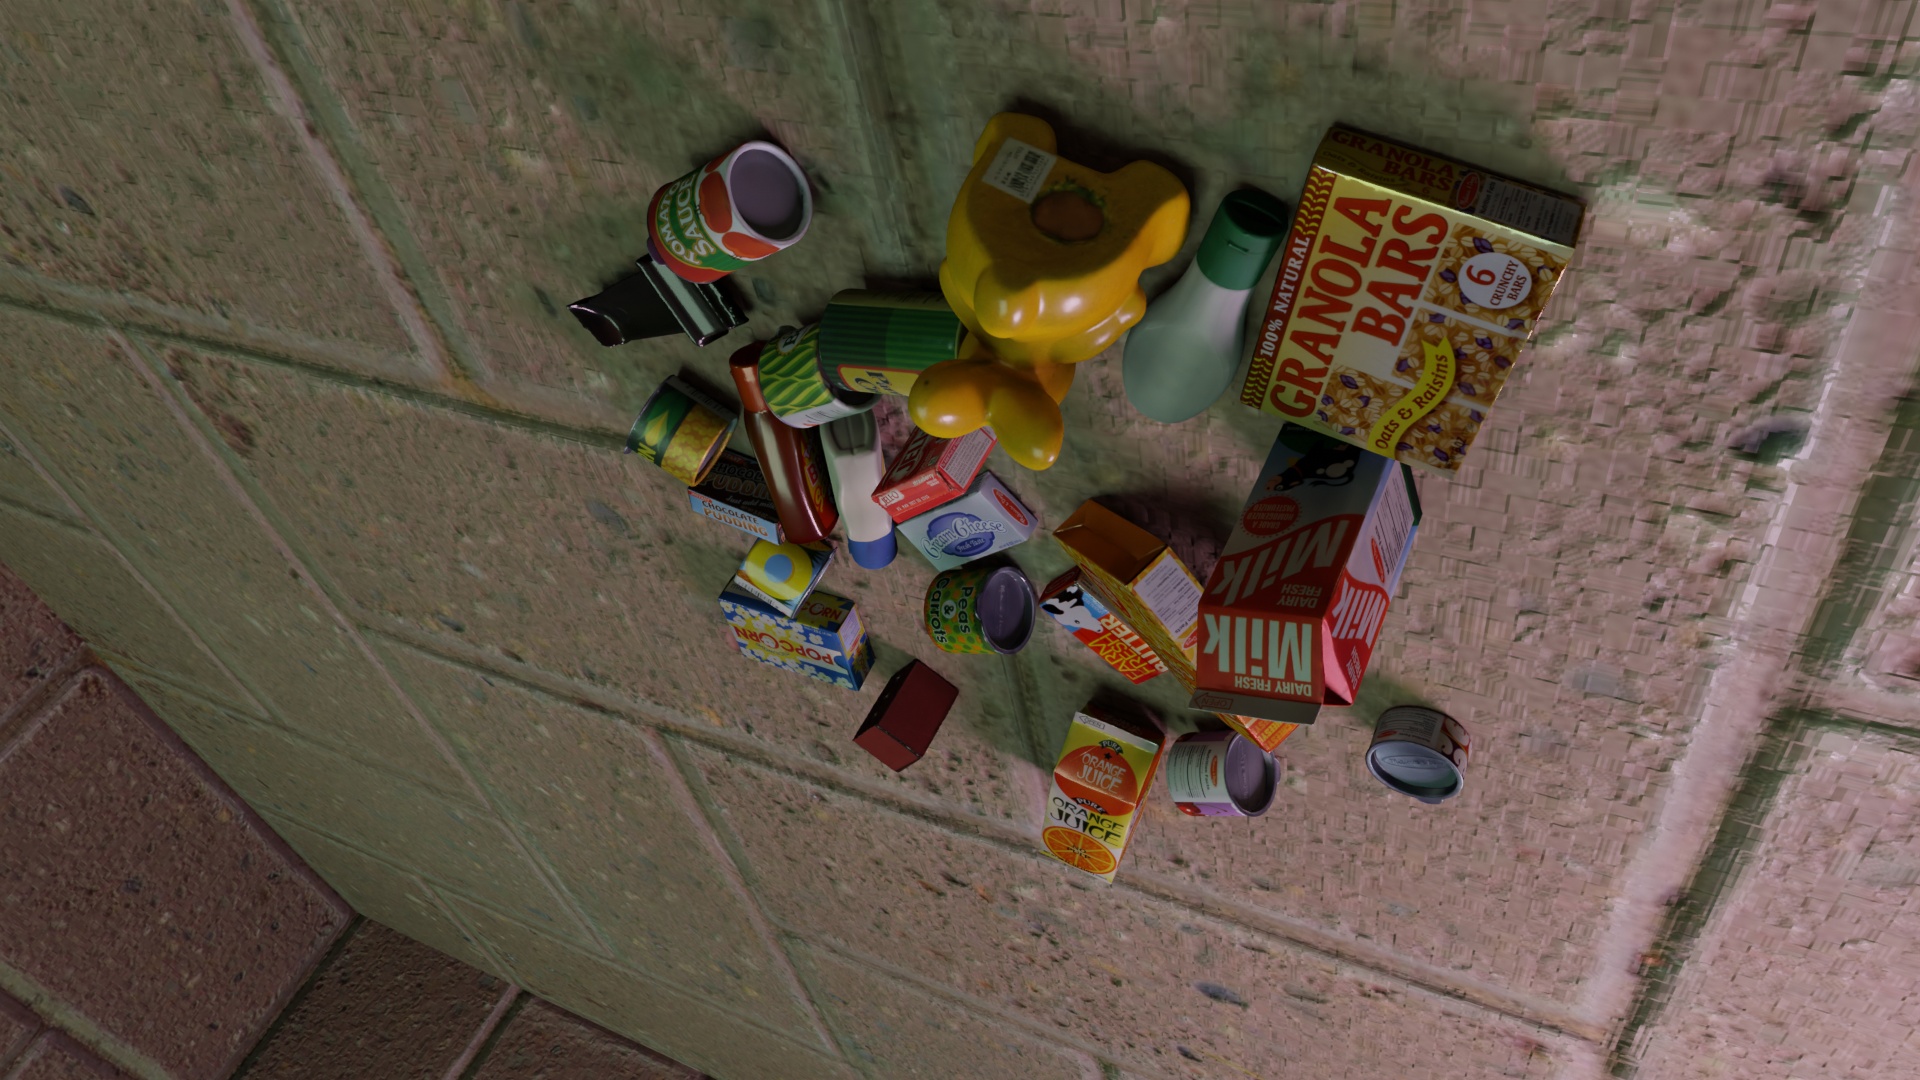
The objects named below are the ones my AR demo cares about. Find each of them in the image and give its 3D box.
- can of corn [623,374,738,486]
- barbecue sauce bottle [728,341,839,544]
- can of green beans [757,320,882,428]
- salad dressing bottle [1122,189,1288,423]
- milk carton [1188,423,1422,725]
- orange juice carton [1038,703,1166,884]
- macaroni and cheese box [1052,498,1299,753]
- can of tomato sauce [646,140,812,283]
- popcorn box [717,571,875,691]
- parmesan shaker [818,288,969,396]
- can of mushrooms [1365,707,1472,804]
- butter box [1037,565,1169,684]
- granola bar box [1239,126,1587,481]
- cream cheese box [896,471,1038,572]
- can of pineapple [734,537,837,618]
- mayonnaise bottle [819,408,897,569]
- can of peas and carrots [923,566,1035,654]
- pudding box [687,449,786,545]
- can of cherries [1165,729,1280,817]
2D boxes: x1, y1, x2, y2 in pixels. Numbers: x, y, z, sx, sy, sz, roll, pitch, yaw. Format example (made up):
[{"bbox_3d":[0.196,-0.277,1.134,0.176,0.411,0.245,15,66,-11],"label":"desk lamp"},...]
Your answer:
[{"bbox_3d":[-0.211,-0.080,1.053,0.058,0.071,0.070,32,146,-2],"label":"can of corn"},{"bbox_3d":[-0.129,-0.072,1.011,0.043,0.065,0.147,-9,125,11],"label":"barbecue sauce bottle"},{"bbox_3d":[-0.091,-0.112,0.924,0.057,0.071,0.071,-10,128,44],"label":"can of green beans"},{"bbox_3d":[0.133,-0.124,0.755,0.064,0.044,0.146,28,145,4],"label":"salad dressing bottle"},{"bbox_3d":[0.190,0.024,0.765,0.072,0.191,0.073,3,137,35],"label":"milk carton"},{"bbox_3d":[0.118,0.204,1.156,0.072,0.073,0.191,22,145,14],"label":"orange juice carton"},{"bbox_3d":[0.144,0.056,0.925,0.166,0.040,0.124,48,177,-23],"label":"macaroni and cheese box"},{"bbox_3d":[-0.143,-0.200,0.848,0.083,0.071,0.071,-11,128,44],"label":"can of tomato sauce"},{"bbox_3d":[-0.145,0.080,1.235,0.127,0.038,0.084,14,141,25],"label":"popcorn box"},{"bbox_3d":[-0.027,-0.122,0.864,0.103,0.072,0.071,8,140,31],"label":"parmesan shaker"},{"bbox_3d":[0.320,0.150,0.967,0.071,0.034,0.070,20,144,16],"label":"can of mushrooms"},{"bbox_3d":[0.112,0.062,1.025,0.103,0.024,0.053,39,145,-11],"label":"butter box"},{"bbox_3d":[0.220,-0.116,0.701,0.124,0.039,0.164,22,145,13],"label":"granola bar box"},{"bbox_3d":[0.004,-0.013,1.014,0.053,0.024,0.103,46,143,-18],"label":"cream cheese box"},{"bbox_3d":[-0.142,0.020,1.133,0.058,0.071,0.070,33,146,-2],"label":"can of pineapple"},{"bbox_3d":[-0.072,-0.035,1.013,0.041,0.065,0.147,-11,143,-3],"label":"mayonnaise bottle"},{"bbox_3d":[0.013,0.053,1.049,0.058,0.071,0.070,-4,133,41],"label":"can of peas and carrots"},{"bbox_3d":[-0.166,-0.035,1.093,0.084,0.050,0.030,22,146,15],"label":"pudding box"},{"bbox_3d":[0.202,0.180,1.069,0.058,0.072,0.071,-13,126,46],"label":"can of cherries"}]
